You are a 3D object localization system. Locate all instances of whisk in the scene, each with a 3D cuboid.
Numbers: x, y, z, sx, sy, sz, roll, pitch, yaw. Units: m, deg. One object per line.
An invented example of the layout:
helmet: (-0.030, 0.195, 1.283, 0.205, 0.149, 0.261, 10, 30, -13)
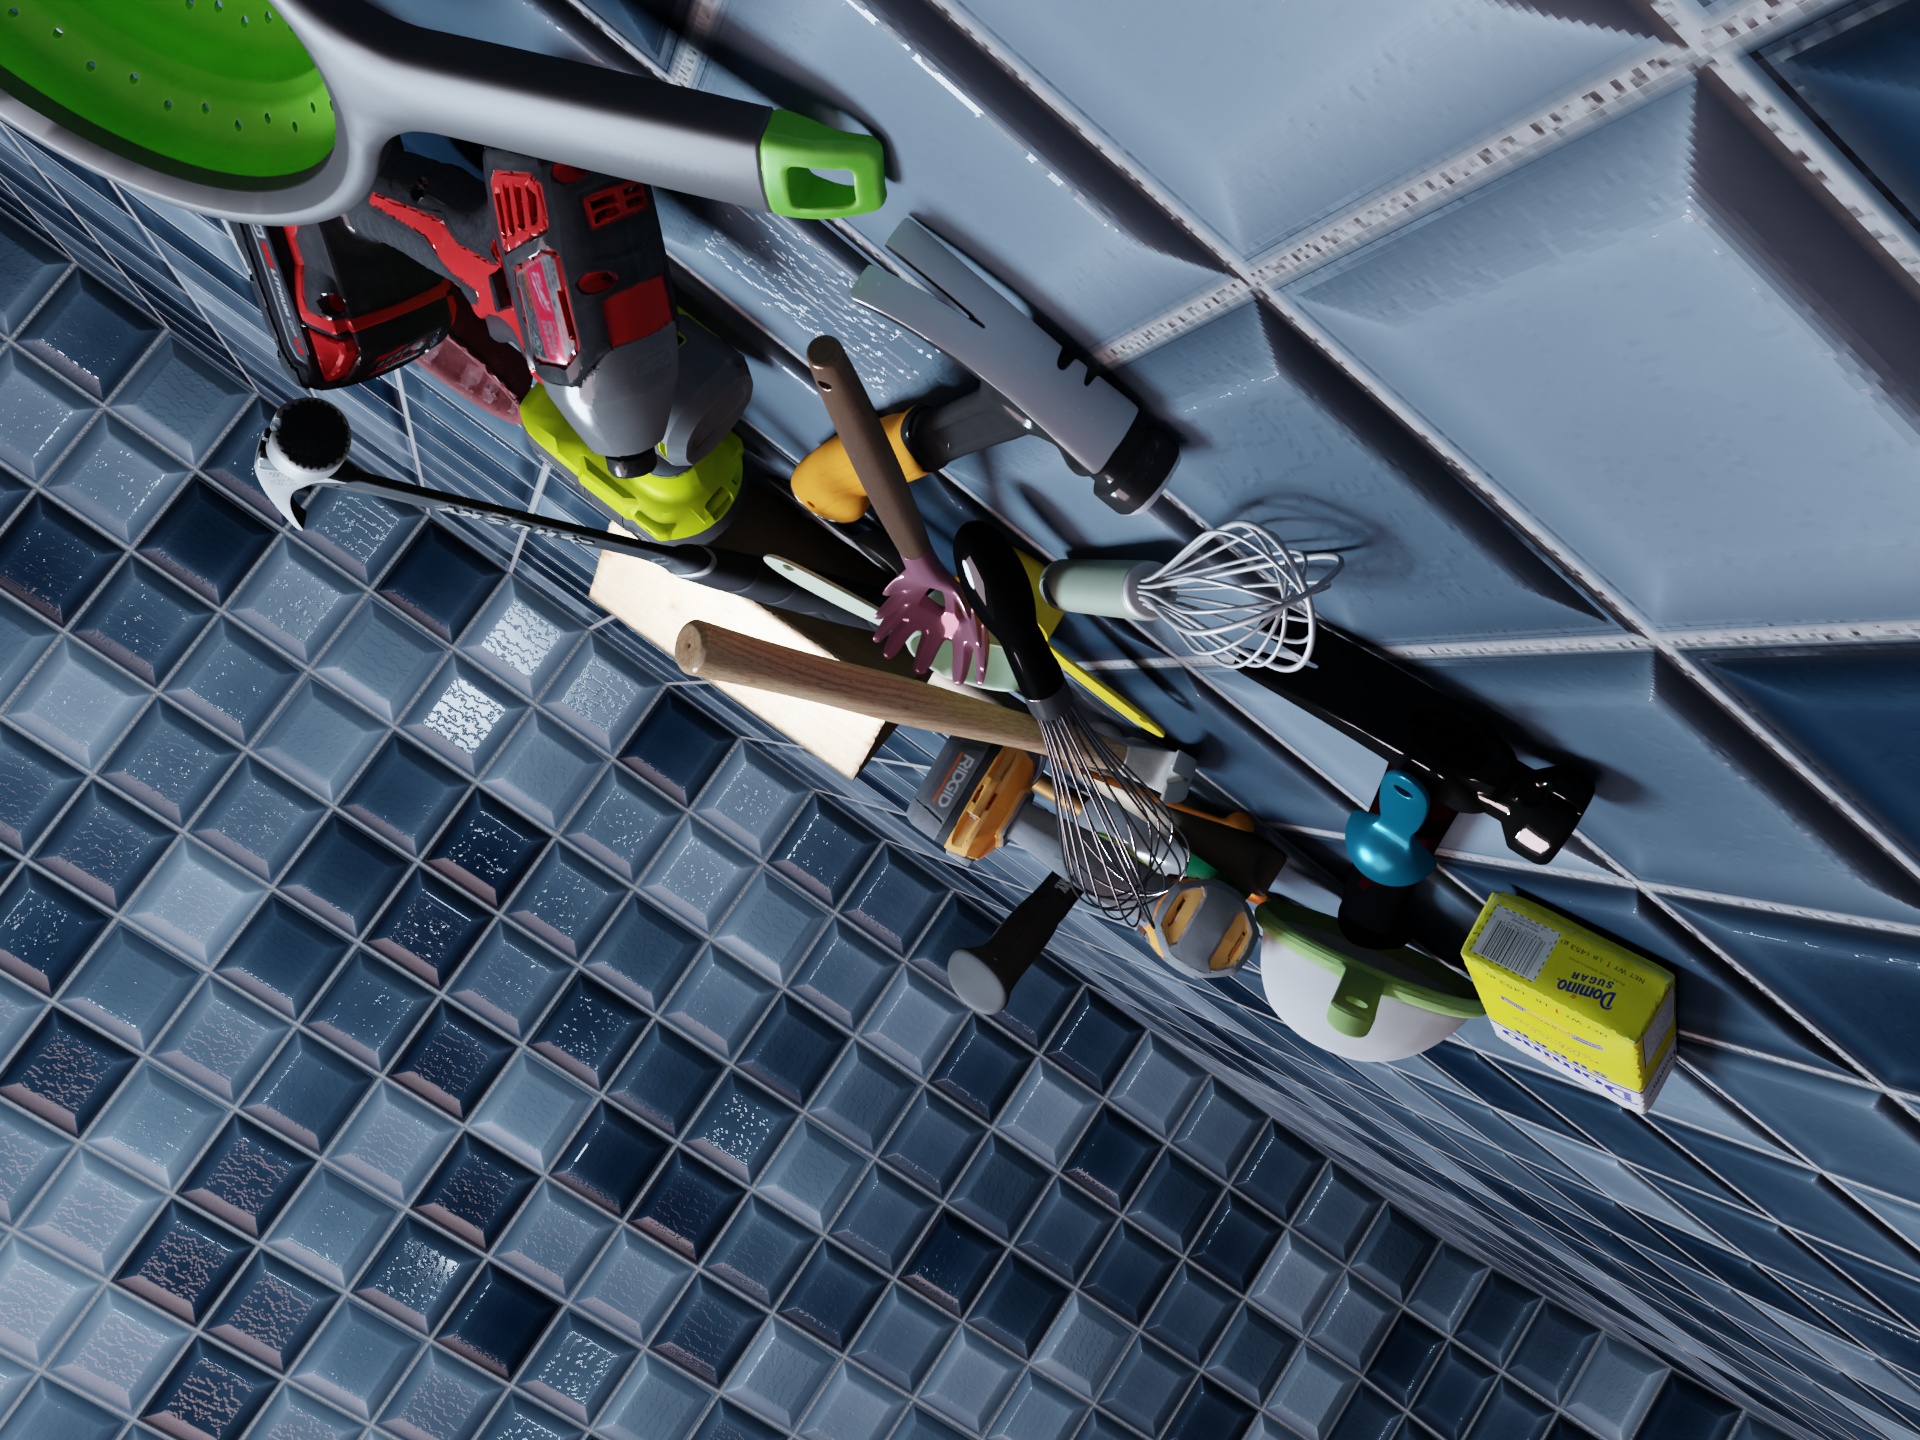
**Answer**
whisk: (0.053, 0.008, 0.797, 0.070, 0.070, 0.284, 26, 153, 43)
whisk: (0.081, -0.053, 0.645, 0.057, 0.059, 0.246, 62, 169, -13)

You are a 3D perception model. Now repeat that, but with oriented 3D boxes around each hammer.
hammer: (-0.001, -0.003, 0.876, 0.331, 0.031, 0.130, 14, -176, -34)
hammer: (-0.167, -0.089, 0.868, 0.408, 0.036, 0.149, 12, 170, -28)
hammer: (0.062, 0.136, 1.106, 0.146, 0.035, 0.335, 32, -163, 9)
hammer: (0.201, 0.054, 0.786, 0.143, 0.038, 0.386, 33, 171, 17)
hammer: (0.036, -0.002, 1.089, 0.411, 0.038, 0.146, 33, 172, 10)
hammer: (-0.028, -0.124, 0.691, 0.127, 0.034, 0.337, 36, 171, -16)

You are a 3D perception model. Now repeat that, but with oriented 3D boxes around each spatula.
spatula: (0.163, 0.116, 1.231, 0.323, 0.041, 0.080, 29, 170, 36)

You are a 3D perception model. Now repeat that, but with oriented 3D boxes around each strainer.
strainer: (0.228, 0.173, 0.935, 0.151, 0.069, 0.256, 22, -172, 16)

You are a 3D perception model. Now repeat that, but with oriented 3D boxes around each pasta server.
pasta server: (-0.027, -0.080, 0.696, 0.060, 0.040, 0.316, 16, 168, 12)

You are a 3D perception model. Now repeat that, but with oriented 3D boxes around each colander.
colander: (-0.205, -0.253, 0.539, 0.397, 0.094, 0.204, 15, 160, 7)

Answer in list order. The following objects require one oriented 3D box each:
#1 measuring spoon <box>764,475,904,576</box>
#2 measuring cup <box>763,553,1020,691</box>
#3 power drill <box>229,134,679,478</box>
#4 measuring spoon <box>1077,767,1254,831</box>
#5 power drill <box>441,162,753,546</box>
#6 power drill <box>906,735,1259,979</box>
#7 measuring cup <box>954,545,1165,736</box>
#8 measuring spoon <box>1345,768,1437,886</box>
measuring spoon: (-0.074, -0.122, 0.944, 0.124, 0.018, 0.034, 37, 175, 33)
measuring cup: (-0.027, -0.066, 0.870, 0.167, 0.038, 0.083, 25, 161, -18)
power drill: (-0.209, -0.185, 0.678, 0.220, 0.078, 0.143, 18, 131, 33)
measuring spoon: (0.130, 0.047, 1.005, 0.117, 0.011, 0.021, 19, -175, 10)
power drill: (-0.194, -0.185, 0.838, 0.190, 0.080, 0.228, 38, 169, 4)
power drill: (0.084, 0.093, 1.042, 0.226, 0.084, 0.185, 30, 177, 7)
measuring cup: (0.062, -0.041, 0.829, 0.156, 0.029, 0.062, 37, 171, -31)
measuring spoon: (0.173, 0.046, 0.645, 0.042, 0.021, 0.128, 34, 172, 19)
